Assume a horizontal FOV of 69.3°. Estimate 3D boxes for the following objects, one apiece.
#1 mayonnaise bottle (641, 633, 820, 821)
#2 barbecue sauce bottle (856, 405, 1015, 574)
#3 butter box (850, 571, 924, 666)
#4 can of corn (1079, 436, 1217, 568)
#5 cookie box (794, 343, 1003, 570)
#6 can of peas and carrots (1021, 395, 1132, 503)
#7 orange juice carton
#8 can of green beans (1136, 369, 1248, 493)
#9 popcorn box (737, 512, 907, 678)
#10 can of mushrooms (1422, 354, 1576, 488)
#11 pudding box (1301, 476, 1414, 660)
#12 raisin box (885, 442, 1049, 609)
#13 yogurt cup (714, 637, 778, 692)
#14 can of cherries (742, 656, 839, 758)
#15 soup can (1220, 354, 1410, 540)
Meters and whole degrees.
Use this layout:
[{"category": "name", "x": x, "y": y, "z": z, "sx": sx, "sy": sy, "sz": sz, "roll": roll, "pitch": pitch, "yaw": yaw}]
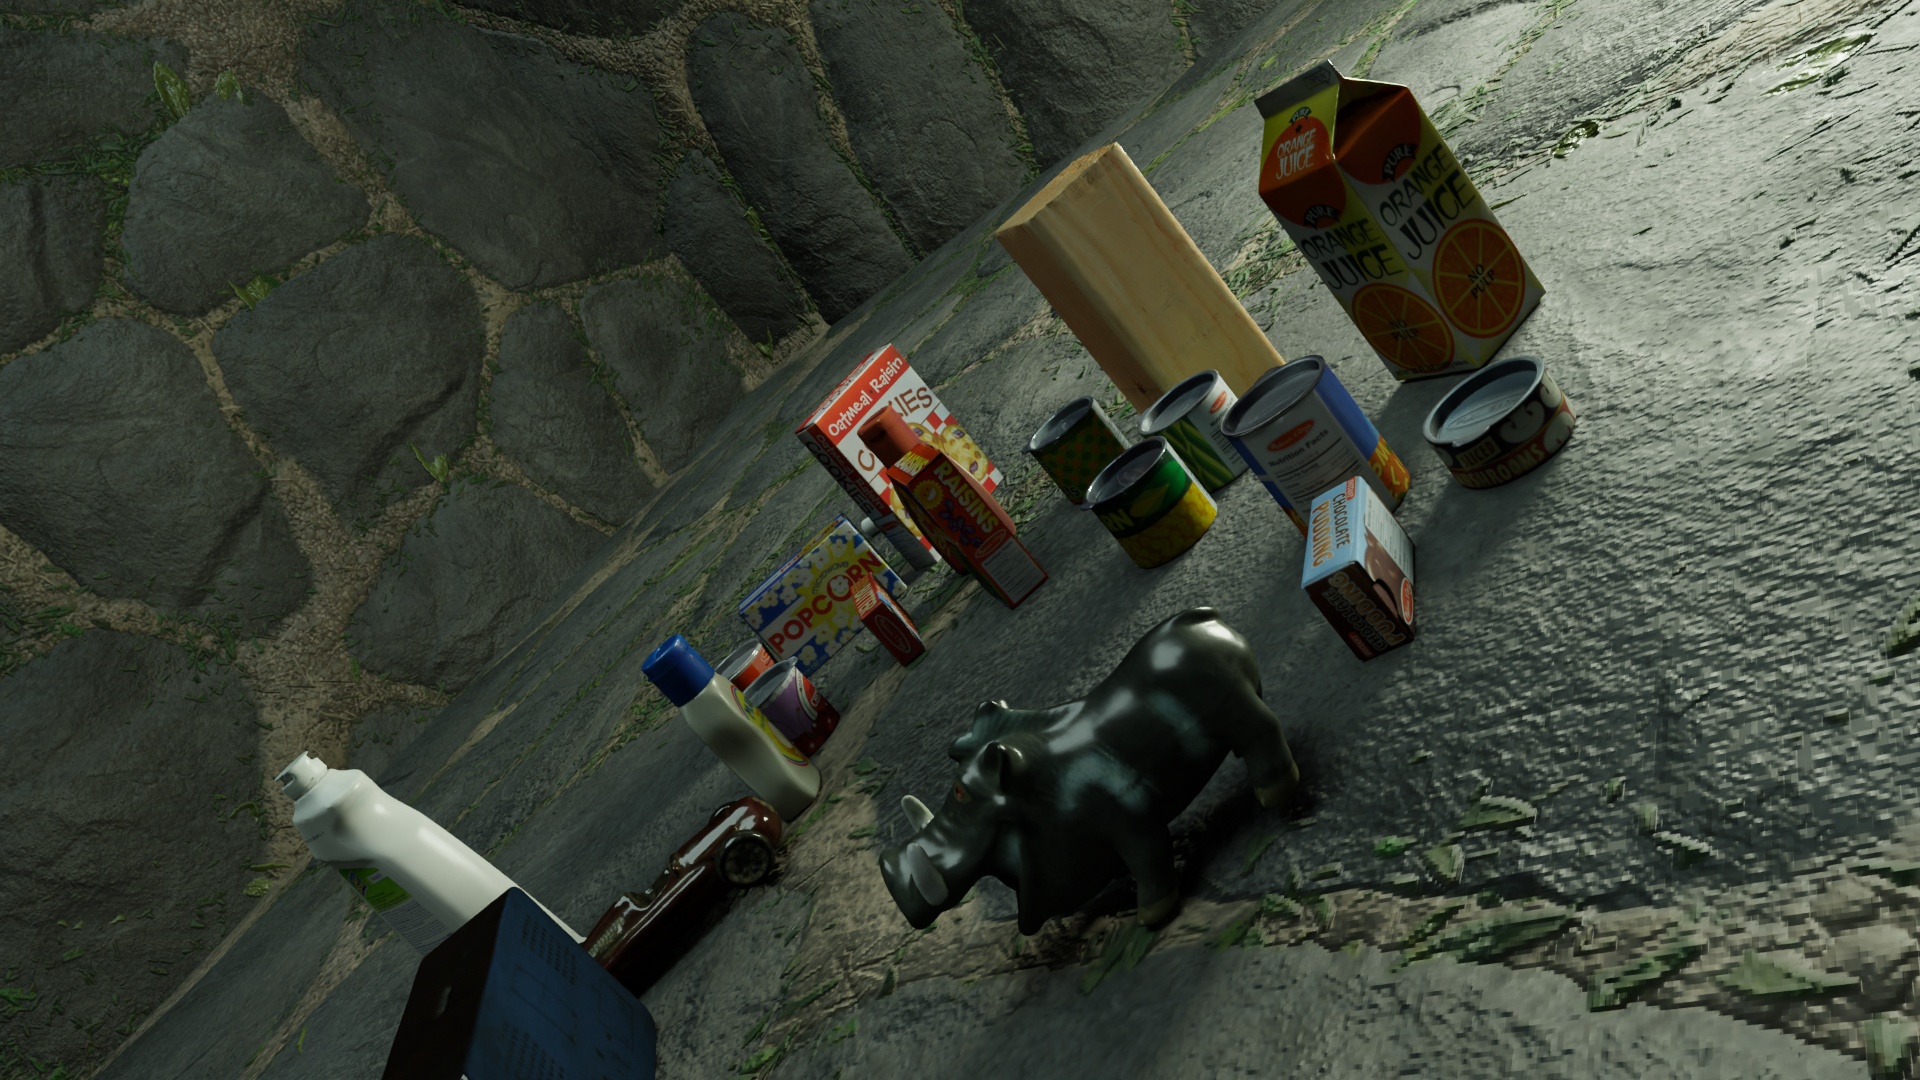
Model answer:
[{"category": "mayonnaise bottle", "x": -0.161, "y": 0.130, "z": 0.978, "sx": 0.041, "sy": 0.148, "sz": 0.065, "roll": -40, "pitch": 15, "yaw": 2}, {"category": "barbecue sauce bottle", "x": -0.023, "y": -0.044, "z": 1.129, "sx": 0.064, "sy": 0.148, "sz": 0.044, "roll": -34, "pitch": 16, "yaw": 23}, {"category": "butter box", "x": -0.059, "y": 0.061, "z": 1.106, "sx": 0.024, "sy": 0.053, "sz": 0.104, "roll": -41, "pitch": 15, "yaw": 1}, {"category": "can of corn", "x": 0.121, "y": -0.023, "z": 0.897, "sx": 0.071, "sy": 0.058, "sz": 0.071, "roll": -38, "pitch": 15, "yaw": 12}, {"category": "cookie box", "x": -0.054, "y": -0.076, "z": 1.257, "sx": 0.040, "sy": 0.167, "sz": 0.123, "roll": -22, "pitch": 24, "yaw": 51}, {"category": "can of peas and carrots", "x": 0.093, "y": -0.070, "z": 1.093, "sx": 0.071, "sy": 0.058, "sz": 0.071, "roll": -38, "pitch": 15, "yaw": 12}, {"category": "orange juice carton", "x": 0.246, "y": -0.190, "z": 0.808, "sx": 0.073, "sy": 0.192, "sz": 0.071, "roll": -46, "pitch": 16, "yaw": -17}, {"category": "can of green beans", "x": 0.163, "y": -0.072, "z": 0.936, "sx": 0.071, "sy": 0.057, "sz": 0.071, "roll": -38, "pitch": 15, "yaw": 12}, {"category": "popcorn box", "x": -0.122, "y": 0.050, "z": 1.228, "sx": 0.127, "sy": 0.085, "sz": 0.038, "roll": -42, "pitch": 15, "yaw": -3}, {"category": "can of mushrooms", "x": 0.267, "y": -0.057, "z": 0.691, "sx": 0.071, "sy": 0.033, "sz": 0.071, "roll": -37, "pitch": 16, "yaw": 12}, {"category": "pudding box", "x": 0.189, "y": 0.011, "z": 0.657, "sx": 0.030, "sy": 0.049, "sz": 0.084, "roll": -32, "pitch": 18, "yaw": 31}, {"category": "raisin box", "x": 0.004, "y": -0.013, "z": 1.028, "sx": 0.040, "sy": 0.123, "sz": 0.086, "roll": -42, "pitch": 15, "yaw": -3}, {"category": "yogurt cup", "x": -0.184, "y": 0.127, "z": 1.222, "sx": 0.072, "sy": 0.054, "sz": 0.072, "roll": -37, "pitch": 16, "yaw": 12}, {"category": "can of cherries", "x": -0.135, "y": 0.134, "z": 1.074, "sx": 0.071, "sy": 0.058, "sz": 0.072, "roll": -38, "pitch": 15, "yaw": 12}, {"category": "soup can", "x": 0.192, "y": -0.049, "z": 0.752, "sx": 0.071, "sy": 0.083, "sz": 0.071, "roll": -38, "pitch": 15, "yaw": 12}]
